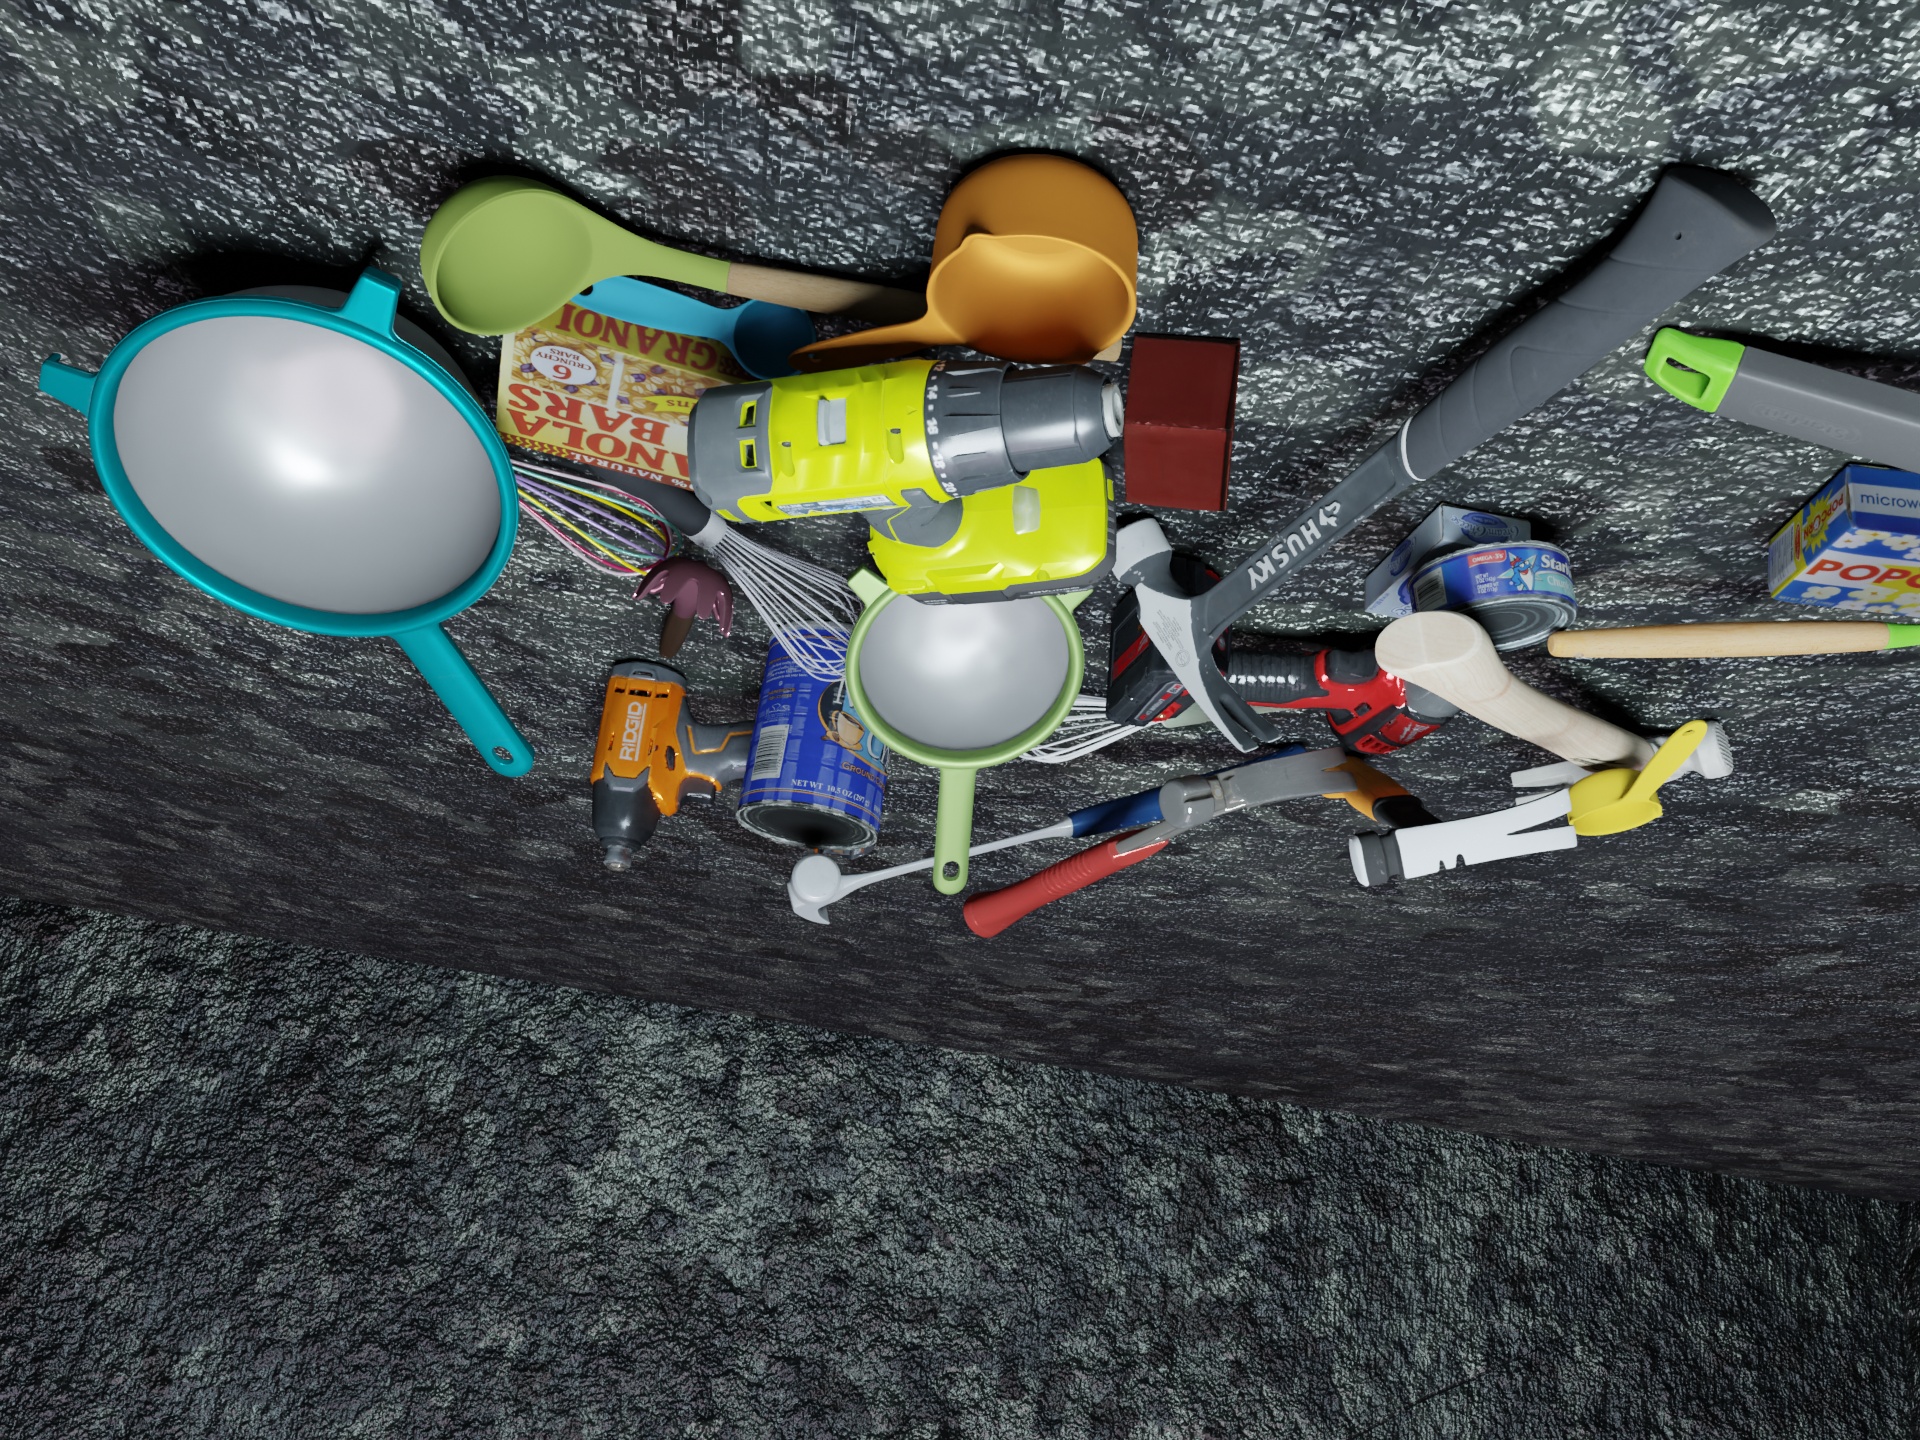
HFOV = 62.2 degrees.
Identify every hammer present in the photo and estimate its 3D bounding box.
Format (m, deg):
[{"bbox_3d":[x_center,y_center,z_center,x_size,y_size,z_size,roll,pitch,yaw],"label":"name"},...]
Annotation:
[{"bbox_3d":[0.068,0.082,1.187,0.405,0.035,0.144,-14,168,-12],"label":"hammer"},{"bbox_3d":[0.113,0.096,1.136,0.149,0.037,0.359,-8,165,-33],"label":"hammer"},{"bbox_3d":[0.343,0.001,0.969,0.146,0.038,0.410,-18,159,35],"label":"hammer"},{"bbox_3d":[0.297,0.055,1.069,0.127,0.034,0.337,-12,-176,4],"label":"hammer"},{"bbox_3d":[0.207,-0.115,0.756,0.036,0.149,0.409,-20,168,-32],"label":"hammer"}]

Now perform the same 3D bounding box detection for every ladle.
[{"bbox_3d":[-0.081,-0.191,0.730,0.320,0.062,0.078,8,144,-8],"label":"ladle"}]

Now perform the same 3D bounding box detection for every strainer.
[{"bbox_3d":[-0.002,-0.003,1.052,0.151,0.069,0.256,1,123,-5],"label":"strainer"},{"bbox_3d":[-0.317,-0.108,0.887,0.211,0.095,0.340,-11,135,11],"label":"strainer"}]

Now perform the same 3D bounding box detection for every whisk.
[{"bbox_3d":[-0.138,-0.104,0.990,0.070,0.070,0.284,-7,150,35],"label":"whisk"},{"bbox_3d":[0.141,-0.005,1.151,0.246,0.058,0.059,-9,123,30],"label":"whisk"},{"bbox_3d":[-0.270,-0.145,0.943,0.244,0.047,0.051,26,155,-32],"label":"whisk"}]

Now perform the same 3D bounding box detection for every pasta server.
[{"bbox_3d":[-0.187,-0.063,1.053,0.060,0.040,0.316,22,169,-11],"label":"pasta server"}]

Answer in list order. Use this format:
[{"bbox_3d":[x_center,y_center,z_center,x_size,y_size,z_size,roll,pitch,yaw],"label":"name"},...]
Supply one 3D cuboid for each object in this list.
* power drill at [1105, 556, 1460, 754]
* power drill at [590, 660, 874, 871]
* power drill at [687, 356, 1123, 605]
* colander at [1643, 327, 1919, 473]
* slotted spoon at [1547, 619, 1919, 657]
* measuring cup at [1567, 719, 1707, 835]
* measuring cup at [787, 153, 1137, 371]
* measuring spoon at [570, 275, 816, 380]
[{"bbox_3d":[0.213,-0.034,1.004,0.219,0.079,0.143,9,161,-11],"label":"power drill"},{"bbox_3d":[-0.175,0.048,1.246,0.226,0.164,0.084,8,159,-4],"label":"power drill"},{"bbox_3d":[0.002,-0.117,0.772,0.190,0.080,0.228,-3,173,19],"label":"power drill"},{"bbox_3d":[0.498,-0.123,0.663,0.397,0.094,0.204,22,164,16],"label":"colander"},{"bbox_3d":[0.476,-0.047,0.863,0.313,0.031,0.070,-2,159,-1],"label":"slotted spoon"},{"bbox_3d":[0.423,0.028,0.989,0.062,0.029,0.156,-4,152,-4],"label":"measuring cup"},{"bbox_3d":[-0.003,-0.192,0.693,0.174,0.052,0.095,-6,155,33],"label":"measuring cup"},{"bbox_3d":[-0.132,-0.199,0.771,0.128,0.021,0.042,14,116,-5],"label":"measuring spoon"}]
